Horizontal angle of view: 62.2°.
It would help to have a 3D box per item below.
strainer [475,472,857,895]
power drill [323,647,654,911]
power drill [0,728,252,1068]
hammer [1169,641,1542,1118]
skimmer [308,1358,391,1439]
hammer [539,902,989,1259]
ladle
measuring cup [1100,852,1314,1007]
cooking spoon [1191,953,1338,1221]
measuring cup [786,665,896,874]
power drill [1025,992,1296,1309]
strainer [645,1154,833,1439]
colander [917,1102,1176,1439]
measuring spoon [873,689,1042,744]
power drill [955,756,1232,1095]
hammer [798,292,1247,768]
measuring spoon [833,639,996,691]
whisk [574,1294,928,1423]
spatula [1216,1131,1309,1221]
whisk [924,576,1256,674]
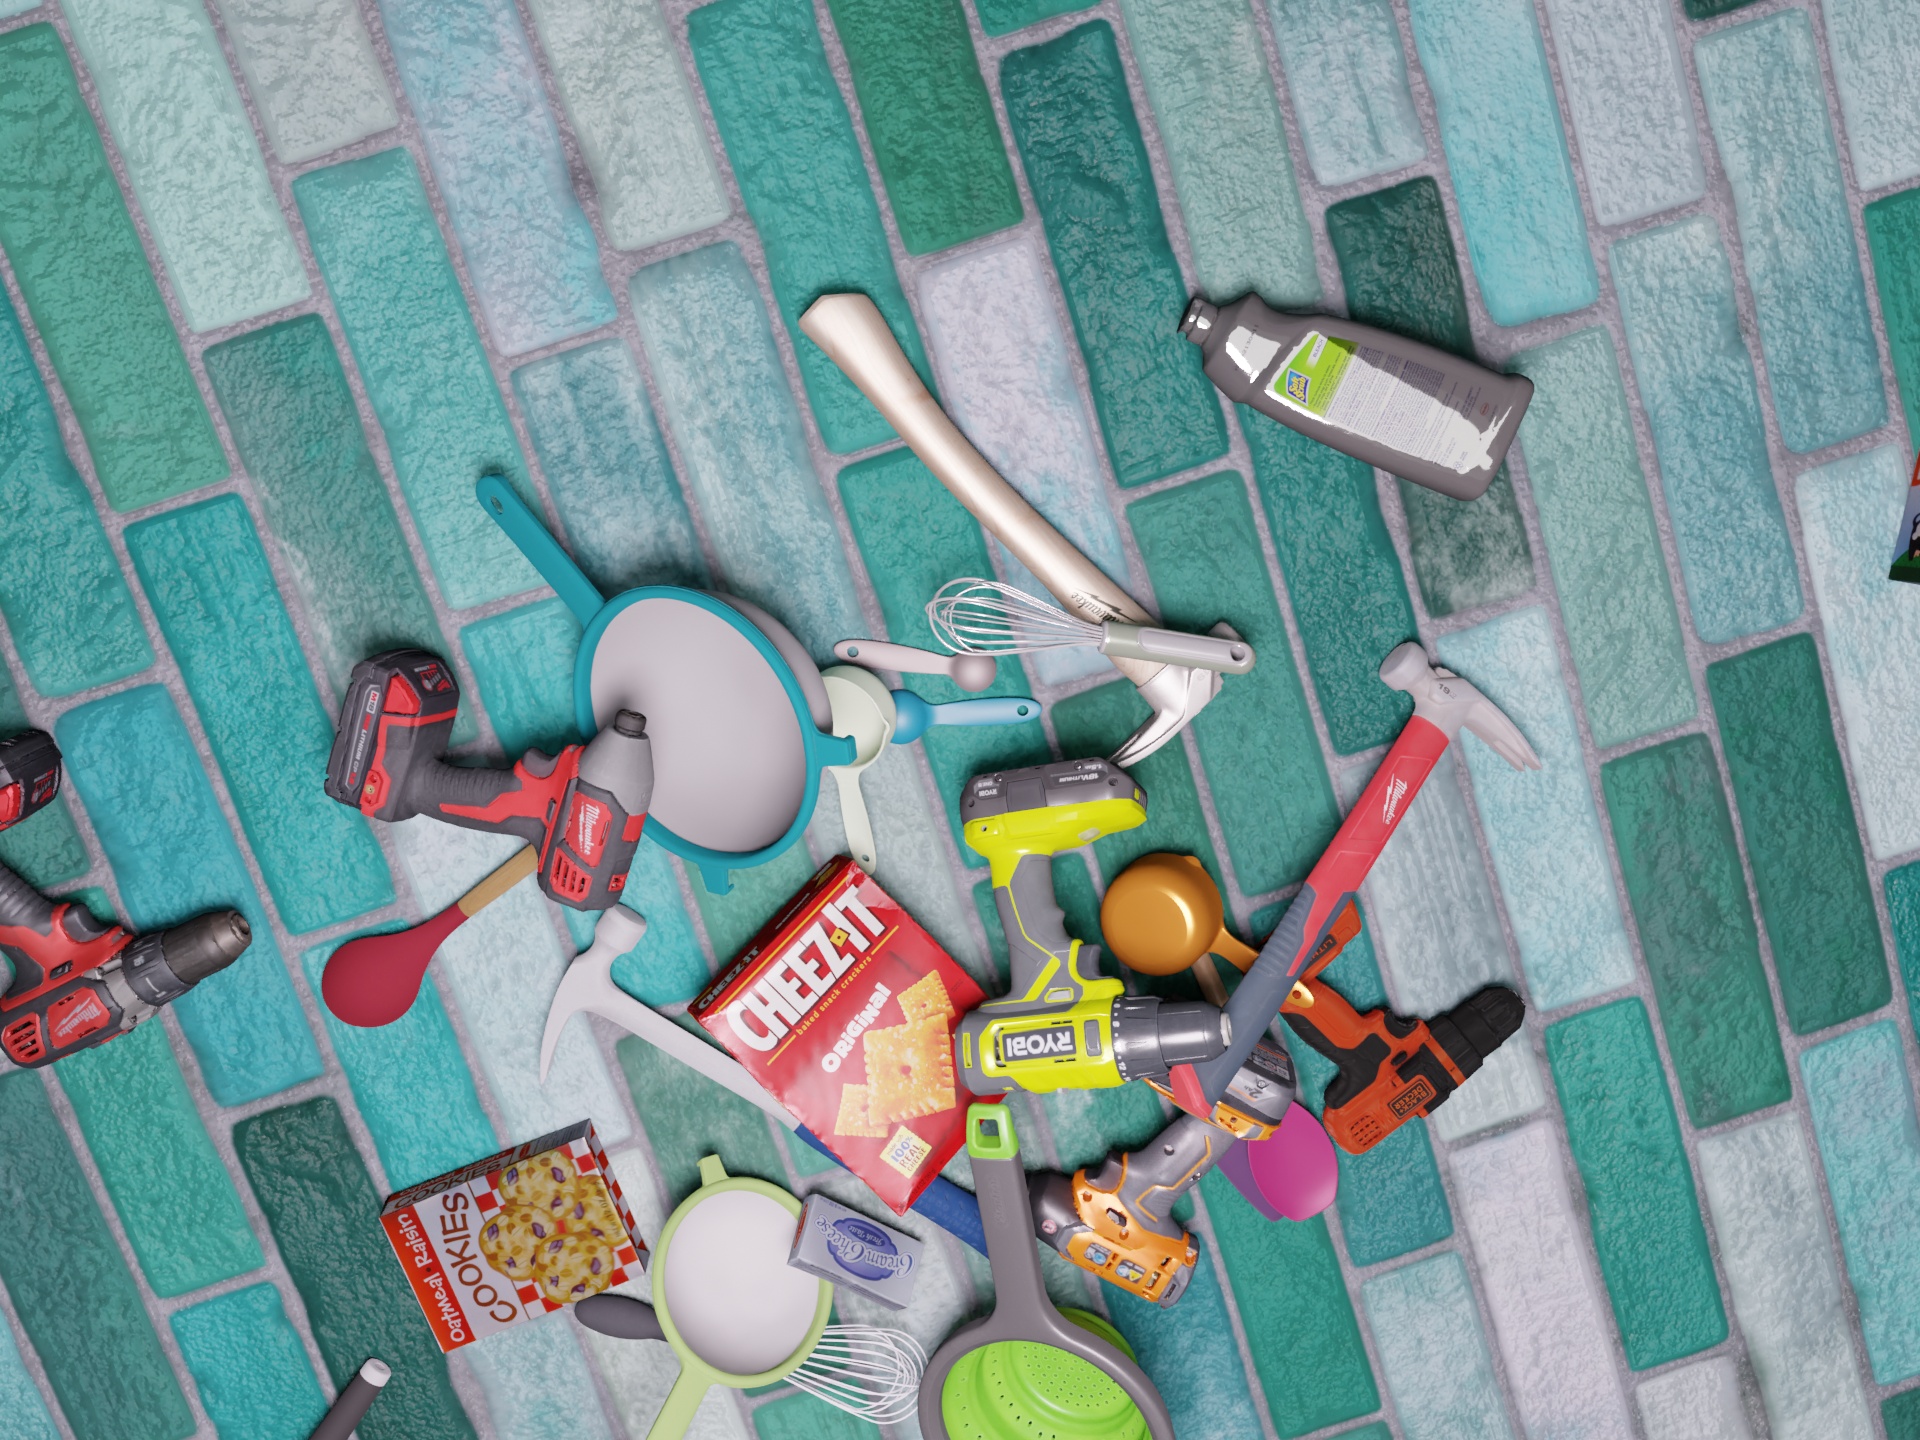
[{"bbox_3d":[-0.208,-0.055,1.136,0.340,0.095,0.211,49,128,5],"label":"strainer"},{"bbox_3d":[-0.322,0.032,1.119,0.220,0.078,0.143,21,102,8],"label":"power drill"},{"bbox_3d":[-0.642,0.122,1.143,0.188,0.080,0.226,-26,103,0],"label":"power drill"},{"bbox_3d":[0.283,0.133,1.172,0.143,0.038,0.386,39,75,-9],"label":"hammer"},{"bbox_3d":[-0.562,0.653,1.256,0.127,0.090,0.363,35,85,-6],"label":"skimmer"},{"bbox_3d":[-0.135,0.305,1.229,0.405,0.035,0.144,33,95,-9],"label":"hammer"},{"bbox_3d":[-0.350,0.126,1.191,0.315,0.031,0.069,-37,101,0],"label":"ladle"},{"bbox_3d":[0.183,0.170,1.187,0.174,0.052,0.095,32,111,17],"label":"measuring cup"},{"bbox_3d":[0.217,0.251,1.250,0.069,0.017,0.319,-26,98,-6],"label":"cooking spoon"},{"bbox_3d":[-0.077,0.036,1.190,0.083,0.038,0.167,2,117,22],"label":"measuring cup"},{"bbox_3d":[0.139,0.328,1.219,0.164,0.084,0.226,26,107,-1],"label":"power drill"},{"bbox_3d":[-0.196,0.467,1.181,0.151,0.069,0.256,40,50,-13],"label":"strainer"},{"bbox_3d":[0.063,0.450,1.212,0.204,0.094,0.397,-3,107,22],"label":"colander"},{"bbox_3d":[-0.002,-0.004,1.196,0.128,0.021,0.042,-3,99,-2],"label":"measuring spoon"},{"bbox_3d":[0.088,0.148,1.137,0.190,0.080,0.229,-10,73,17],"label":"power drill"},{"bbox_3d":[0.029,-0.144,1.170,0.146,0.038,0.410,-44,99,5],"label":"hammer"},{"bbox_3d":[-0.034,-0.044,1.190,0.124,0.018,0.034,8,99,-5],"label":"measuring spoon"},{"bbox_3d":[-0.164,0.493,1.248,0.284,0.070,0.070,13,98,-1],"label":"whisk"},{"bbox_3d":[0.169,0.274,1.256,0.060,0.018,0.315,-43,100,-5],"label":"spatula"},{"bbox_3d":[0.095,-0.062,1.148,0.246,0.059,0.058,8,73,-7],"label":"whisk"}]
